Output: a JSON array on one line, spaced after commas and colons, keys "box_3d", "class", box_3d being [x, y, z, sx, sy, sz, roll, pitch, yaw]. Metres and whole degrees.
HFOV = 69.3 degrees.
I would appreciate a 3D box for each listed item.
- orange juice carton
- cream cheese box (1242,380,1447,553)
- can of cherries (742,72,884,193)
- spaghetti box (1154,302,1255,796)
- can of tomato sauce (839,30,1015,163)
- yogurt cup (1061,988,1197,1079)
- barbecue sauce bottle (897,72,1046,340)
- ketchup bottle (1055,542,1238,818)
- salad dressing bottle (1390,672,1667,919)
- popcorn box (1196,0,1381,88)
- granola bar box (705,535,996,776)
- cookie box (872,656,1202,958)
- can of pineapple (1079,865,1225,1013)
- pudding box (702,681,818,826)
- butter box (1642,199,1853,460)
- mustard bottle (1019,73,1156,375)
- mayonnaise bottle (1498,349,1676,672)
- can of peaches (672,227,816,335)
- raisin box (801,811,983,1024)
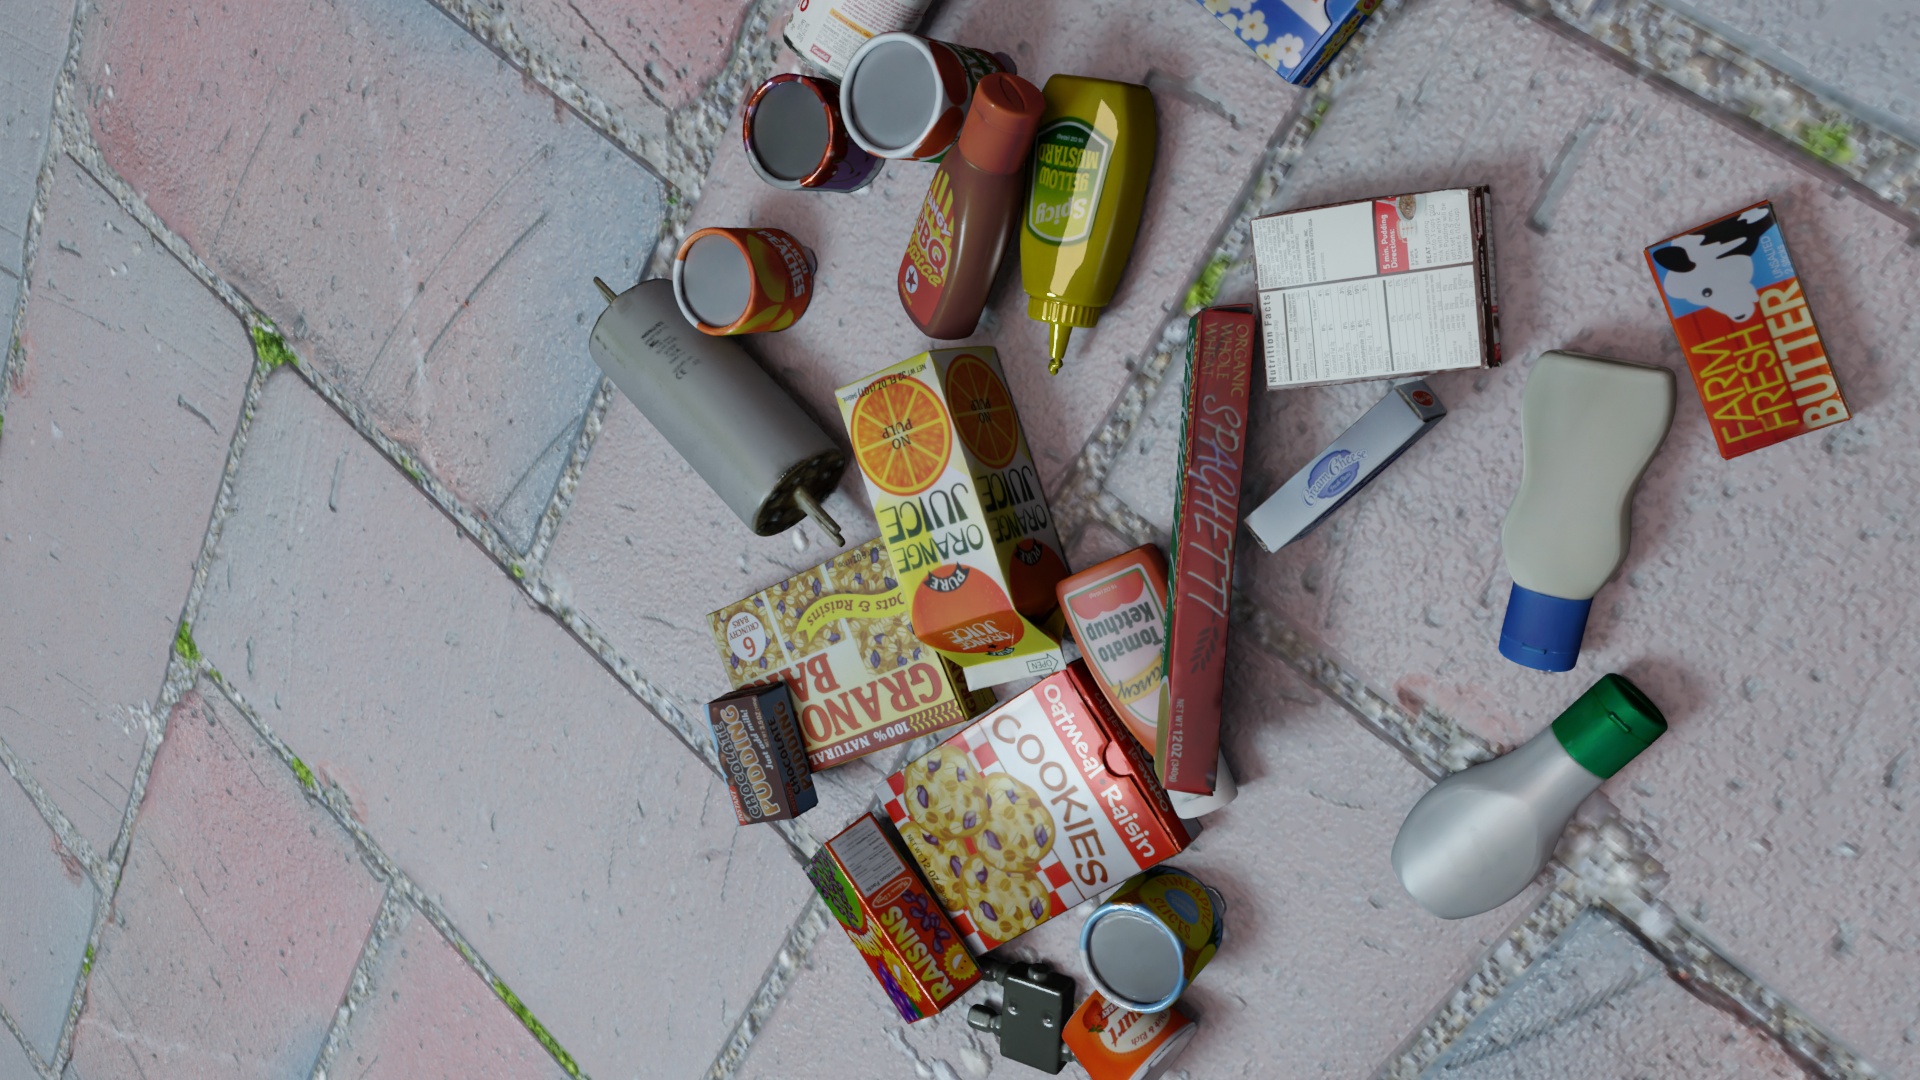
[{"box_3d": [0.003, -0.010, 0.802, 0.071, 0.073, 0.192, -19, 89, 33], "class": "orange juice carton"}, {"box_3d": [0.194, -0.037, 0.698, 0.103, 0.053, 0.024, -45, 74, 29], "class": "cream cheese box"}, {"box_3d": [-0.085, -0.242, 0.818, 0.071, 0.058, 0.071, 7, 103, 30], "class": "can of cherries"}, {"box_3d": [0.126, 0.004, 0.722, 0.029, 0.050, 0.249, 4, 92, 2], "class": "spaghetti box"}, {"box_3d": [-0.015, -0.242, 0.763, 0.071, 0.083, 0.071, 7, 103, 30], "class": "can of tomato sauce"}, {"box_3d": [0.097, 0.290, 0.813, 0.054, 0.072, 0.072, 41, 117, 26], "class": "yogurt cup"}, {"box_3d": [0.006, -0.180, 0.752, 0.147, 0.044, 0.065, 116, 140, -48], "class": "barbecue sauce bottle"}, {"box_3d": [0.109, 0.079, 0.775, 0.064, 0.043, 0.149, -24, 88, 22], "class": "ketchup bottle"}, {"box_3d": [0.279, 0.127, 0.686, 0.064, 0.044, 0.147, 47, 117, 17], "class": "salad dressing bottle"}, {"box_3d": [0.150, -0.296, 0.682, 0.127, 0.038, 0.085, 48, 118, 14], "class": "popcorn box"}, {"box_3d": [-0.074, 0.076, 0.885, 0.165, 0.039, 0.124, -24, 87, 32], "class": "granola bar box"}, {"box_3d": [0.042, 0.161, 0.832, 0.167, 0.040, 0.123, -36, 81, 30], "class": "cookie box"}, {"box_3d": [0.110, 0.227, 0.795, 0.071, 0.058, 0.071, 6, 102, 29], "class": "can of pineapple"}, {"box_3d": [-0.128, 0.136, 0.887, 0.049, 0.030, 0.083, -13, 94, 33], "class": "pudding box"}, {"box_3d": [0.347, -0.092, 0.614, 0.053, 0.024, 0.103, -21, 89, 31], "class": "butter box"}, {"box_3d": [0.063, -0.167, 0.751, 0.065, 0.049, 0.159, 17, 107, 31], "class": "mustard bottle"}, {"box_3d": [0.288, -0.013, 0.655, 0.065, 0.041, 0.147, 16, 108, 29], "class": "mayonnaise bottle"}, {"box_3d": [-0.134, -0.162, 0.863, 0.071, 0.058, 0.071, 7, 103, 30], "class": "can of peaches"}, {"box_3d": [-0.044, 0.240, 0.879, 0.123, 0.040, 0.085, 54, 153, 11], "class": "raisin box"}]
